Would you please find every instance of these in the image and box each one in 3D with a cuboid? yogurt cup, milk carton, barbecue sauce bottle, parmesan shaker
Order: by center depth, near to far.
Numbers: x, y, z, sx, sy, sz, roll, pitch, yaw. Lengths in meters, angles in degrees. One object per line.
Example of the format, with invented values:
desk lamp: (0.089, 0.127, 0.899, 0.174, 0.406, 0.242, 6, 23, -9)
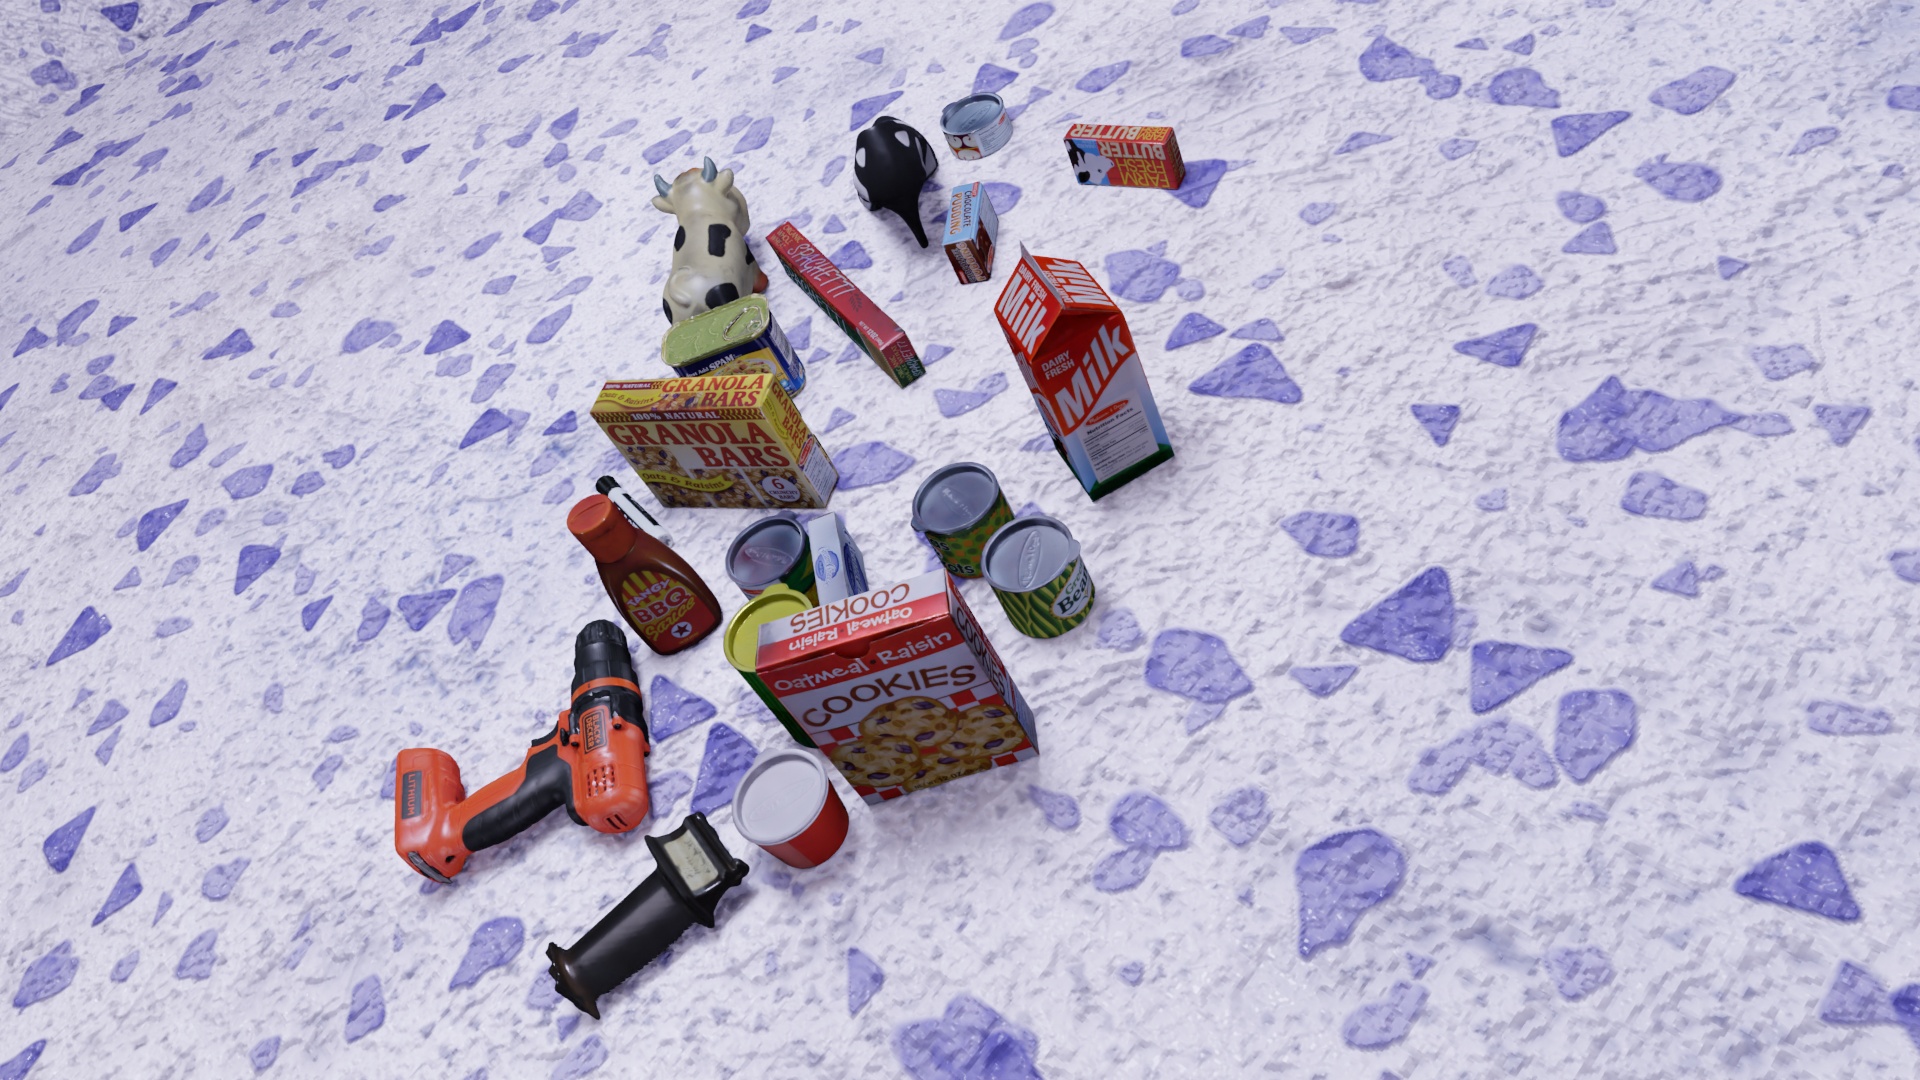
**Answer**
yogurt cup: (-0.108, 0.179, 0.909, 0.072, 0.053, 0.073, -13, 48, 15)
parmesan shaker: (-0.109, 0.087, 0.953, 0.071, 0.102, 0.072, -13, 48, 15)
milk carton: (0.083, -0.124, 0.981, 0.073, 0.189, 0.072, -29, 46, 0)
barbecue sauce bottle: (-0.239, 0.024, 1.037, 0.065, 0.148, 0.044, -30, 46, -1)

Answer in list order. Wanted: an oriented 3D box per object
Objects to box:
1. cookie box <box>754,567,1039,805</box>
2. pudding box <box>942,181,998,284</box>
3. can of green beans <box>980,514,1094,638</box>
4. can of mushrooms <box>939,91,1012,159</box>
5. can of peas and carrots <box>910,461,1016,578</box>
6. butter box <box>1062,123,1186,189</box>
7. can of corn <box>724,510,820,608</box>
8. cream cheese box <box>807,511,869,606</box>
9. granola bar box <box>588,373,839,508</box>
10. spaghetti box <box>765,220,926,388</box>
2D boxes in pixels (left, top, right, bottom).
cookie box: (-0.035, 0.096, 0.866, 0.123, 0.166, 0.040, -18, 47, 11)
pudding box: (0.010, -0.276, 1.243, 0.030, 0.049, 0.084, -8, 49, 19)
can of green beans: (0.054, 0.026, 0.960, 0.071, 0.057, 0.071, -13, 48, 15)
can of mushrooms: (0.014, -0.408, 1.365, 0.071, 0.033, 0.071, -13, 48, 15)
can of peas and carrots: (0.004, -0.013, 1.016, 0.071, 0.058, 0.071, -13, 48, 15)
butter box: (0.146, -0.341, 1.232, 0.103, 0.053, 0.024, 13, 59, 33)
can of corn: (-0.134, 0.022, 1.052, 0.071, 0.058, 0.071, -13, 48, 15)
cream cheese box: (-0.086, 0.033, 1.023, 0.024, 0.053, 0.104, -22, 46, 7)
granola bar box: (-0.197, -0.078, 1.122, 0.165, 0.123, 0.039, 1, 53, 26)
spaghetti box: (-0.107, -0.216, 1.248, 0.029, 0.050, 0.251, -36, 46, -6)
